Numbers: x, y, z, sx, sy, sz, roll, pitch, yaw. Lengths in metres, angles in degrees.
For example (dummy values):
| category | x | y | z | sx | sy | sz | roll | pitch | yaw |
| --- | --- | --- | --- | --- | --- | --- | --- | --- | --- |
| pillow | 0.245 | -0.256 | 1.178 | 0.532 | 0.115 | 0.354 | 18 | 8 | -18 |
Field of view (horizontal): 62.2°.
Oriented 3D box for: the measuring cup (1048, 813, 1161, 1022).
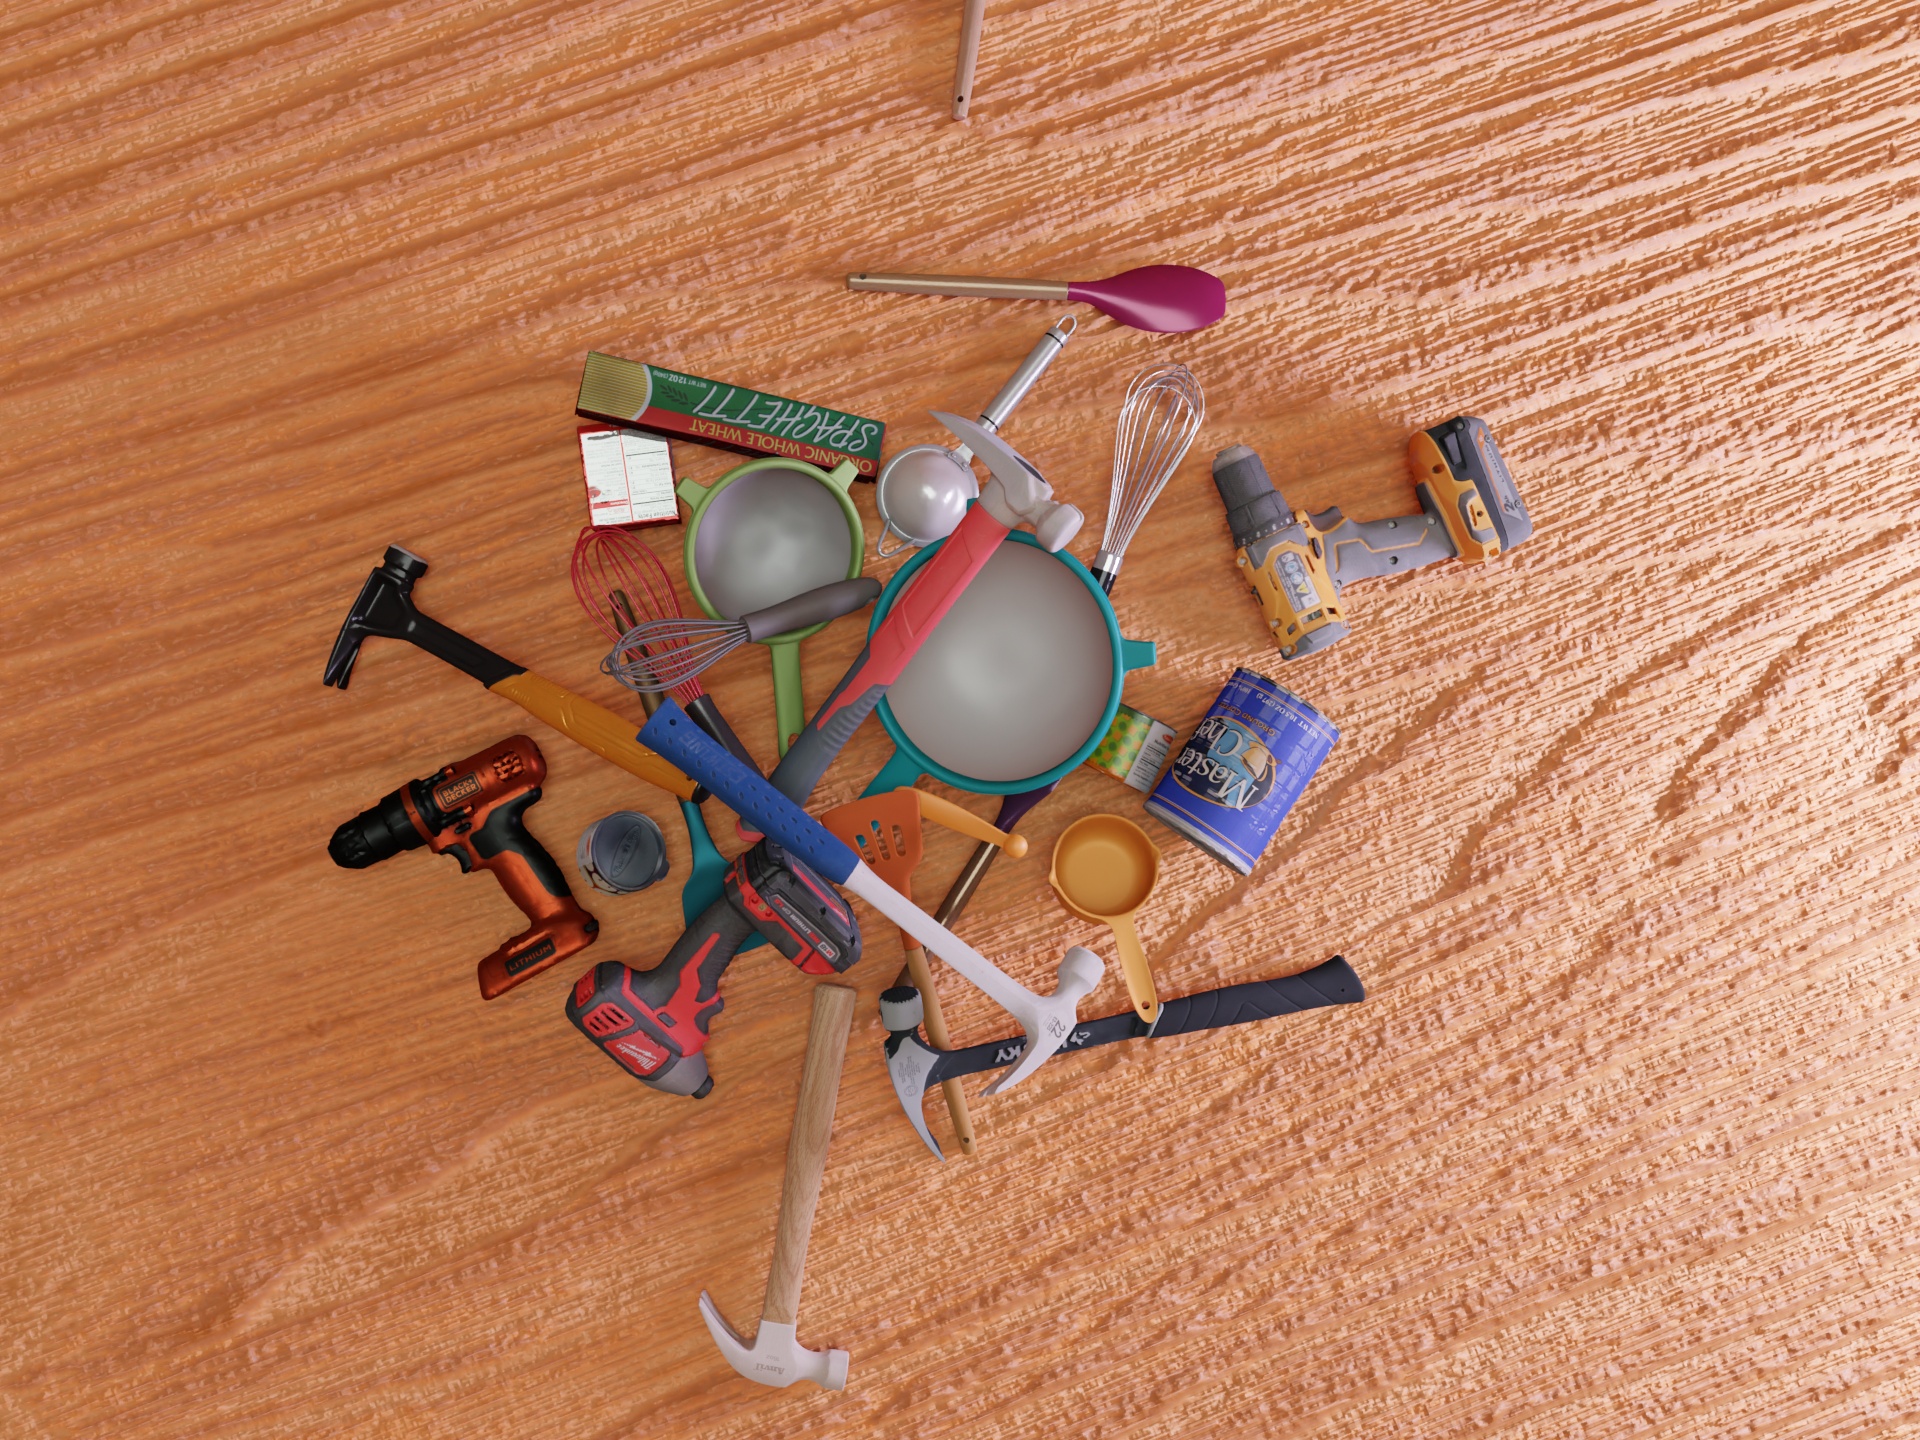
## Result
| category | x | y | z | sx | sy | sz | roll | pitch | yaw |
| --- | --- | --- | --- | --- | --- | --- | --- | --- | --- |
| measuring cup | 0.128 | 0.164 | 1.304 | 0.095 | 0.052 | 0.174 | -14 | 76 | -5 |

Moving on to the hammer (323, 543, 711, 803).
| category | x | y | z | sx | sy | sz | roll | pitch | yaw |
| --- | --- | --- | --- | --- | --- | --- | --- | --- | --- |
| hammer | -0.344 | -0.015 | 1.263 | 0.337 | 0.034 | 0.127 | 27 | 87 | 11 |

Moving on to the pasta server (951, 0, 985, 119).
| category | x | y | z | sx | sy | sz | roll | pitch | yaw |
| --- | --- | --- | --- | --- | --- | --- | --- | --- | --- |
| pasta server | 0.019 | -0.661 | 1.324 | 0.060 | 0.040 | 0.316 | 8 | 91 | 9 |

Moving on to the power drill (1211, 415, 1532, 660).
| category | x | y | z | sx | sy | sz | roll | pitch | yaw |
| --- | --- | --- | --- | --- | --- | --- | --- | --- | --- |
| power drill | 0.333 | -0.176 | 1.325 | 0.226 | 0.084 | 0.185 | -25 | 90 | 1 |

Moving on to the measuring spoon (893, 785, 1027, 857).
| category | x | y | z | sx | sy | sz | roll | pitch | yaw |
| --- | --- | --- | --- | --- | --- | --- | --- | --- | --- |
| measuring spoon | -0.001 | 0.081 | 1.263 | 0.117 | 0.011 | 0.021 | 24 | 112 | 7 |

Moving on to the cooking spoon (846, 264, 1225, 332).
| category | x | y | z | sx | sy | sz | roll | pitch | yaw |
| --- | --- | --- | --- | --- | --- | --- | --- | --- | --- |
| cooking spoon | 0.064 | -0.361 | 1.331 | 0.319 | 0.017 | 0.069 | 2 | 70 | -1 |

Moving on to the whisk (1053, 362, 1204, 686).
| category | x | y | z | sx | sy | sz | roll | pitch | yaw |
| --- | --- | --- | --- | --- | --- | --- | --- | --- | --- |
| whisk | 0.134 | -0.162 | 1.325 | 0.070 | 0.070 | 0.284 | 20 | 94 | -3 |

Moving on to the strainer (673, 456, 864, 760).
| category | x | y | z | sx | sy | sz | roll | pitch | yaw |
| --- | --- | --- | --- | --- | --- | --- | --- | --- | --- |
| strainer | -0.155 | -0.090 | 1.307 | 0.151 | 0.069 | 0.256 | -11 | 109 | -23 |

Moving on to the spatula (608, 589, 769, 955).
| category | x | y | z | sx | sy | sz | roll | pitch | yaw |
| --- | --- | --- | --- | --- | --- | --- | --- | --- | --- |
| spatula | -0.234 | 0.043 | 1.316 | 0.082 | 0.044 | 0.317 | -19 | 87 | -3 |

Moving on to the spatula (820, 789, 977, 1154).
| category | x | y | z | sx | sy | sz | roll | pitch | yaw |
| --- | --- | --- | --- | --- | --- | --- | --- | --- | --- |
| spatula | -0.033 | 0.210 | 1.299 | 0.081 | 0.041 | 0.322 | -15 | 100 | 2 |

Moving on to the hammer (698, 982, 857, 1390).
| category | x | y | z | sx | sy | sz | roll | pitch | yaw |
| --- | --- | --- | --- | --- | --- | --- | --- | --- | --- |
| hammer | -0.133 | 0.382 | 1.317 | 0.130 | 0.031 | 0.331 | 10 | 89 | -4 |

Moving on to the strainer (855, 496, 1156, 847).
| category | x | y | z | sx | sy | sz | roll | pitch | yaw |
| --- | --- | --- | --- | --- | --- | --- | --- | --- | --- |
| strainer | -0.002 | -0.004 | 1.306 | 0.211 | 0.095 | 0.340 | 42 | 108 | 8 |

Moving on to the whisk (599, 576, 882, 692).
| category | x | y | z | sx | sy | sz | roll | pitch | yaw |
| --- | --- | --- | --- | --- | --- | --- | --- | --- | --- |
| whisk | -0.166 | -0.074 | 1.240 | 0.239 | 0.055 | 0.055 | -20 | 91 | -25 |

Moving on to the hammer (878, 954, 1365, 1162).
| category | x | y | z | sx | sy | sz | roll | pitch | yaw |
| --- | --- | --- | --- | --- | --- | --- | --- | --- | --- |
| hammer | 0.141 | 0.257 | 1.313 | 0.409 | 0.036 | 0.149 | -9 | 105 | -10 |

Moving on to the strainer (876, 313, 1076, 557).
| category | x | y | z | sx | sy | sz | roll | pitch | yaw |
| --- | --- | --- | --- | --- | --- | --- | --- | --- | --- |
| strainer | 0.015 | -0.240 | 1.323 | 0.087 | 0.050 | 0.258 | 39 | 84 | -9 |

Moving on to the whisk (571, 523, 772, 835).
| category | x | y | z | sx | sy | sz | roll | pitch | yaw |
| --- | --- | --- | --- | --- | --- | --- | --- | --- | --- |
| whisk | -0.222 | -0.031 | 1.270 | 0.073 | 0.073 | 0.296 | -33 | 87 | -3 |

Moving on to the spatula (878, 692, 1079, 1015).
| category | x | y | z | sx | sy | sz | roll | pitch | yaw |
| --- | --- | --- | --- | --- | --- | --- | --- | --- | --- |
| spatula | 0.018 | 0.113 | 1.327 | 0.060 | 0.018 | 0.316 | 32 | 92 | 40 |

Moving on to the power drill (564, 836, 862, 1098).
| category | x | y | z | sx | sy | sz | roll | pitch | yaw |
| --- | --- | --- | --- | --- | --- | --- | --- | --- | --- |
| power drill | -0.192 | 0.208 | 1.281 | 0.219 | 0.079 | 0.143 | -39 | 113 | 5 |

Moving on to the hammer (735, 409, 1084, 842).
| category | x | y | z | sx | sy | sz | roll | pitch | yaw |
| --- | --- | --- | --- | --- | --- | --- | --- | --- | --- |
| hammer | -0.073 | -0.057 | 1.249 | 0.143 | 0.038 | 0.386 | 44 | 111 | 12 |

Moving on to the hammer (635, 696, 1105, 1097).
| category | x | y | z | sx | sy | sz | roll | pitch | yaw |
| --- | --- | --- | --- | --- | --- | --- | --- | --- | --- |
| hammer | -0.078 | 0.127 | 1.217 | 0.405 | 0.035 | 0.144 | 38 | 62 | -7 |
